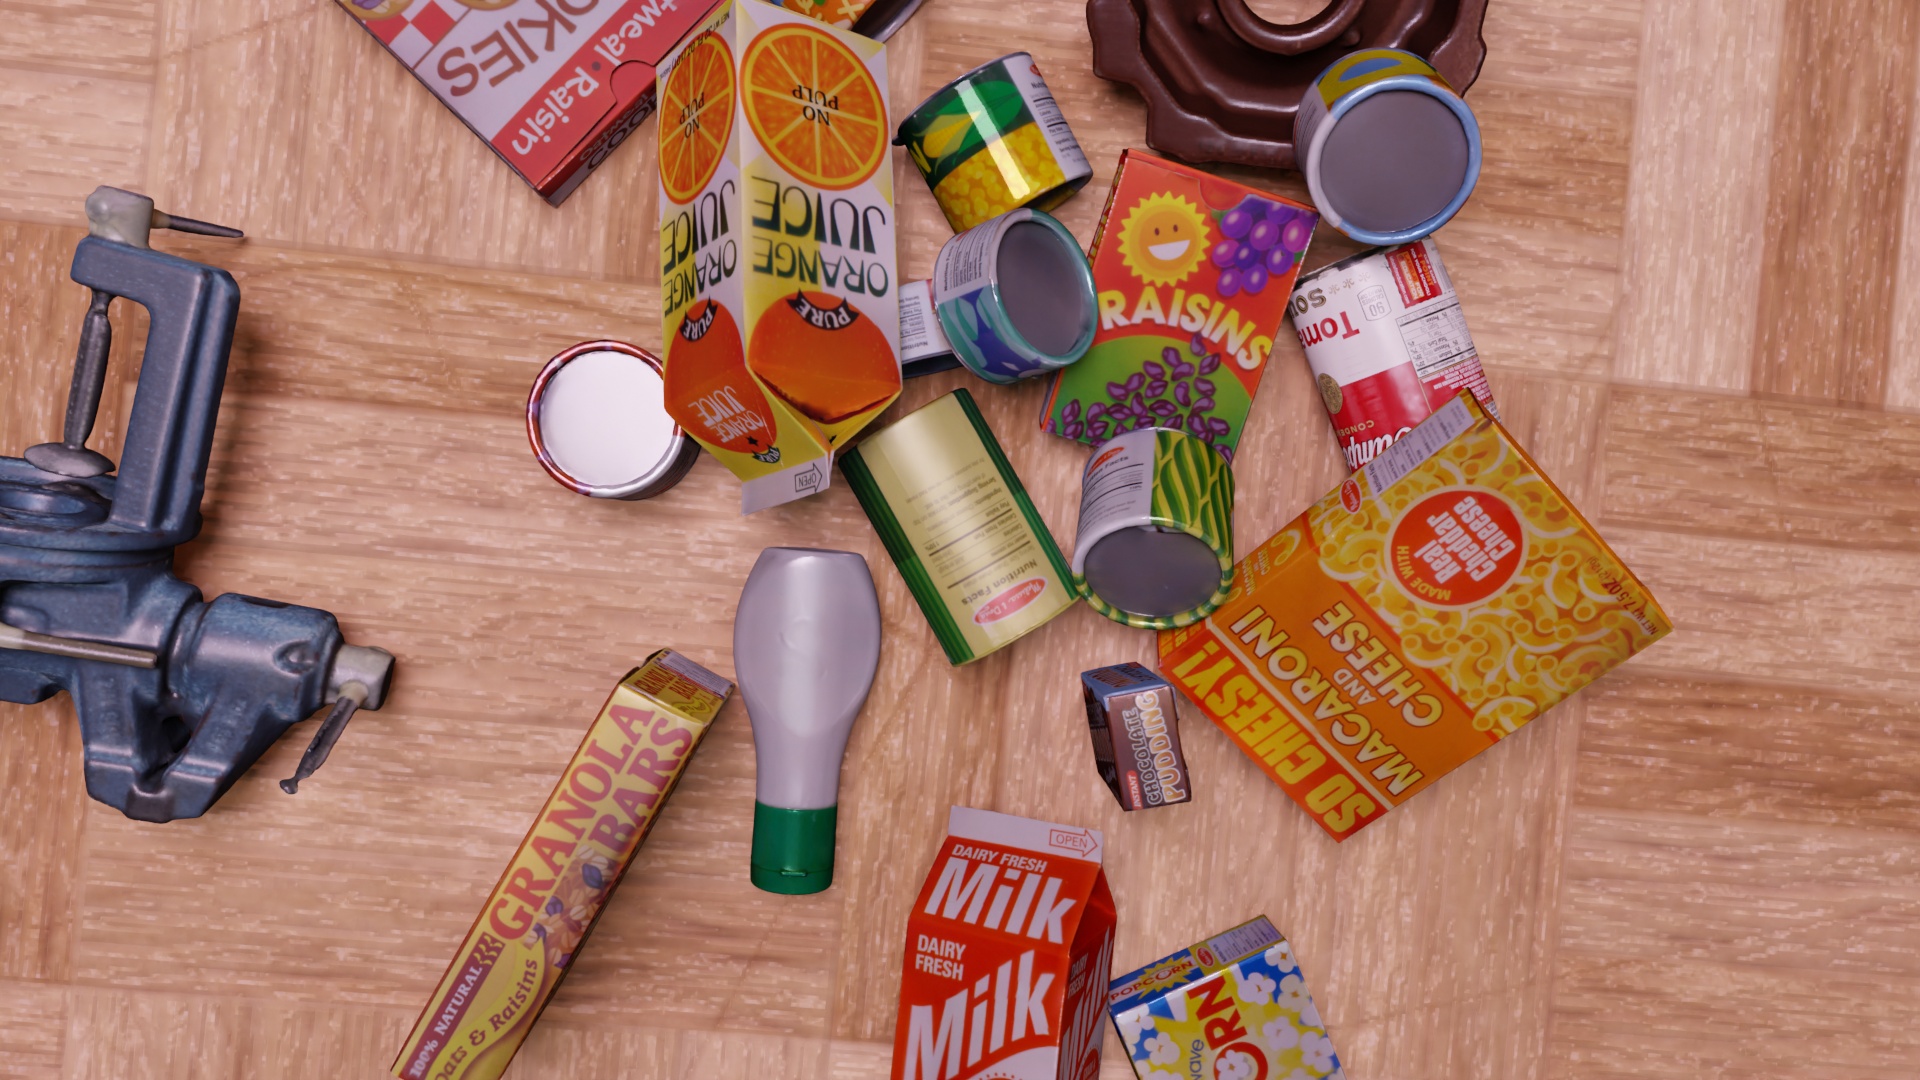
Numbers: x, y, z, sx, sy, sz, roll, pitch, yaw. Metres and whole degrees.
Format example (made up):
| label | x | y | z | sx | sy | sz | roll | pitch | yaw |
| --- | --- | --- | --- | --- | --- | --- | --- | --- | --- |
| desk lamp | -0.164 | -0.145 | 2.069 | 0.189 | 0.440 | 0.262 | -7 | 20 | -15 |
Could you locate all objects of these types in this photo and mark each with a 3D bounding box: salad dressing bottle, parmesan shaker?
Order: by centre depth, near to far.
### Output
| label | x | y | z | sx | sy | sz | roll | pitch | yaw |
| --- | --- | --- | --- | --- | --- | --- | --- | --- | --- |
| parmesan shaker | 0.002 | -0.008 | 0.599 | 0.071 | 0.071 | 0.103 | -30 | 91 | -2 |
| salad dressing bottle | -0.069 | 0.077 | 0.607 | 0.064 | 0.044 | 0.147 | 4 | 91 | -9 |

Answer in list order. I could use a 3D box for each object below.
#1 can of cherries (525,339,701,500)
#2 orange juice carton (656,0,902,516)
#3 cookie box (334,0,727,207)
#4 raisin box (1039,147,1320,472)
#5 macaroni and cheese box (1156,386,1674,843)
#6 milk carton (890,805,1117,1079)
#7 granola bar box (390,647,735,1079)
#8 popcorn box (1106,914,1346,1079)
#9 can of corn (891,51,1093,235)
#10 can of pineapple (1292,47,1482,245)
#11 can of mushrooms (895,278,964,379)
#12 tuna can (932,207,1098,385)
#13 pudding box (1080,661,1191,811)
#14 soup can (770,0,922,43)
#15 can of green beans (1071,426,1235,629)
| label | x | y | z | sx | sy | sz | roll | pitch | yaw |
| --- | --- | --- | --- | --- | --- | --- | --- | --- | --- |
| can of cherries | -0.148 | -0.052 | 0.593 | 0.071 | 0.058 | 0.071 | 0 | 91 | -3 |
| orange juice carton | -0.074 | -0.109 | 0.562 | 0.073 | 0.071 | 0.193 | 5 | 78 | -38 |
| cookie box | -0.196 | -0.247 | 0.598 | 0.167 | 0.040 | 0.123 | 44 | 88 | -3 |
| raisin box | 0.091 | -0.097 | 0.599 | 0.086 | 0.040 | 0.123 | 16 | 106 | -3 |
| macaroni and cheese box | 0.185 | 0.036 | 0.584 | 0.166 | 0.040 | 0.123 | -40 | 104 | 22 |
| milk carton | 0.018 | 0.212 | 0.587 | 0.072 | 0.073 | 0.190 | 6 | 90 | 22 |
| granola bar box | -0.154 | 0.128 | 0.561 | 0.039 | 0.124 | 0.165 | 30 | 89 | -4 |
| popcorn box | 0.127 | 0.246 | 0.620 | 0.085 | 0.038 | 0.126 | -23 | 92 | -2 |
| can of corn | 0.014 | -0.165 | 0.599 | 0.071 | 0.071 | 0.058 | -29 | 92 | -2 |
| can of pineapple | 0.170 | -0.157 | 0.551 | 0.071 | 0.058 | 0.070 | 3 | 120 | 6 |
| can of mushrooms | -0.010 | -0.092 | 0.599 | 0.071 | 0.071 | 0.033 | -12 | 91 | -3 |
| tuna can | 0.025 | -0.096 | 0.561 | 0.071 | 0.032 | 0.071 | 12 | 72 | -43 |
| pudding box | 0.074 | 0.082 | 0.594 | 0.030 | 0.084 | 0.049 | -10 | 92 | -2 |
| soup can | -0.060 | -0.255 | 0.591 | 0.071 | 0.071 | 0.084 | -43 | 93 | -2 |
| can of green beans | 0.082 | -0.005 | 0.585 | 0.071 | 0.058 | 0.071 | 6 | 133 | 6 |
